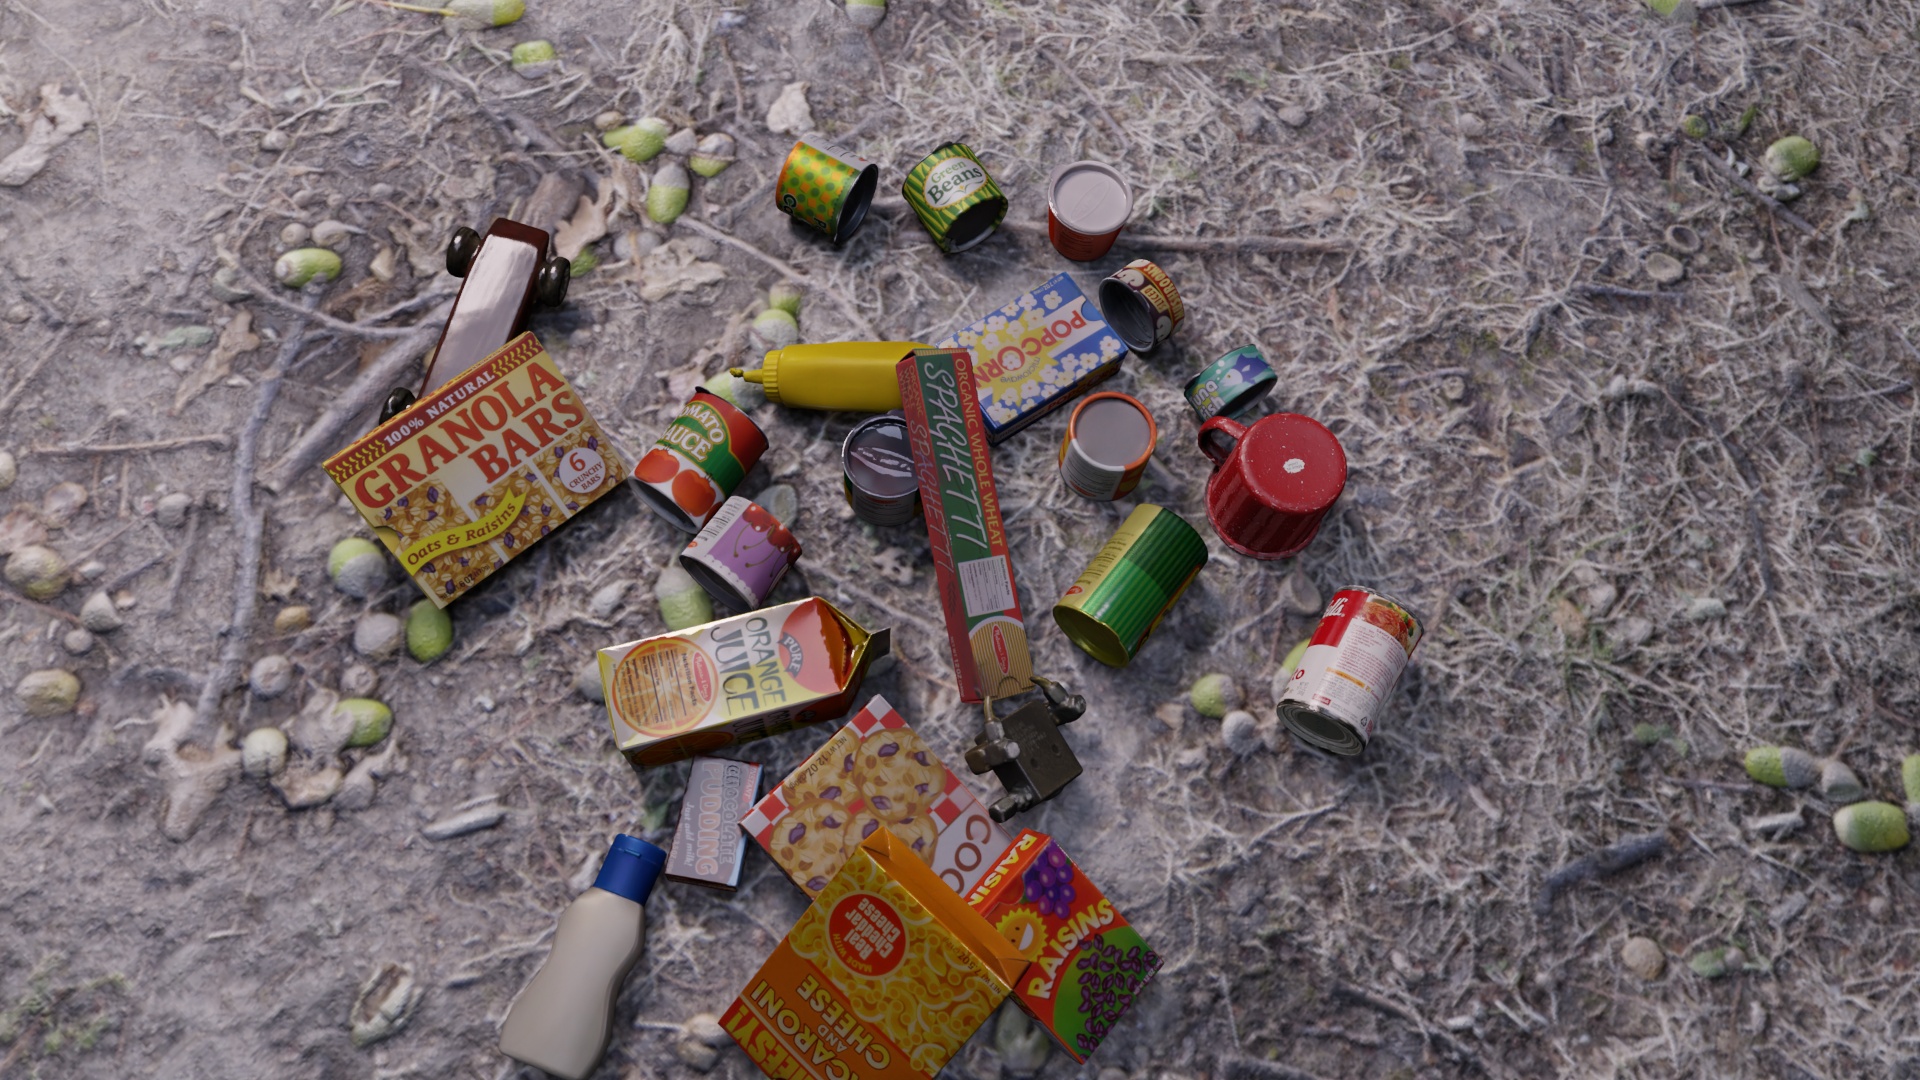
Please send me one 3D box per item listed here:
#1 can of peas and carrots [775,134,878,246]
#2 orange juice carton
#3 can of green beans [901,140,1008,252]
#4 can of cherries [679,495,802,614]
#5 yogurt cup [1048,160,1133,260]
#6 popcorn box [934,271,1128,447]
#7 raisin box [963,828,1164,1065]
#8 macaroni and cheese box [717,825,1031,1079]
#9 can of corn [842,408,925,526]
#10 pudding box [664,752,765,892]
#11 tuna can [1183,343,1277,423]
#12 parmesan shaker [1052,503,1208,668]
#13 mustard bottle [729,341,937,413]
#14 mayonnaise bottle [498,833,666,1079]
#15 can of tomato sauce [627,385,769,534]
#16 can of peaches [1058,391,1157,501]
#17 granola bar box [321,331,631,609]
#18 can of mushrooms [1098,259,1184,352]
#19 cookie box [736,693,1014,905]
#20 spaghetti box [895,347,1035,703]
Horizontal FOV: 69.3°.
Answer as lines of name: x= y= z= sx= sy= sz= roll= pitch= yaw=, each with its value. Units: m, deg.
can of peas and carrots: x=-0.107 y=-0.277 z=1.099 sx=0.059 sy=0.070 sz=0.071 roll=28 pitch=69 yaw=7
orange juice carton: x=-0.140 y=0.093 z=0.946 sx=0.193 sy=0.071 sz=0.073 roll=-14 pitch=71 yaw=-10
can of green beans: x=-0.004 y=-0.272 z=1.104 sx=0.071 sy=0.071 sz=0.058 roll=-30 pitch=74 yaw=-15
can of cherries: x=-0.153 y=0.012 z=0.982 sx=0.071 sy=0.071 sz=0.058 roll=34 pitch=69 yaw=9
yogurt cup: x=0.101 y=-0.261 z=1.115 sx=0.072 sy=0.053 sz=0.072 roll=2 pitch=69 yaw=-4
popcorn box: x=0.053 y=-0.140 z=1.072 sx=0.127 sy=0.038 sz=0.085 roll=-32 pitch=73 yaw=-15
raisin box: x=0.060 y=0.258 z=0.888 sx=0.086 sy=0.040 sz=0.123 roll=-45 pitch=104 yaw=-18
macaroni and cheese box: x=-0.056 y=0.277 z=0.848 sx=0.124 sy=0.040 sz=0.166 roll=41 pitch=109 yaw=11
can of corn: x=-0.052 y=-0.053 z=1.018 sx=0.071 sy=0.058 sz=0.071 roll=1 pitch=69 yaw=-4
pudding box: x=-0.163 y=0.188 z=0.929 sx=0.050 sy=0.030 sz=0.084 roll=11 pitch=68 yaw=-1
tuna can: x=0.205 y=-0.116 z=1.058 sx=0.071 sy=0.071 sz=0.033 roll=-29 pitch=74 yaw=-14
parmesan shaker: x=0.124 y=0.031 z=0.992 sx=0.071 sy=0.071 sz=0.103 roll=38 pitch=70 yaw=10
mustard bottle: x=-0.095 y=-0.123 z=1.041 sx=0.160 sy=0.065 sz=0.048 roll=2 pitch=111 yaw=11
mayonnaise bottle: x=-0.235 y=0.264 z=0.889 sx=0.065 sy=0.041 sz=0.148 roll=20 pitch=67 yaw=3
can of tomato sauce: x=-0.190 y=-0.057 z=1.003 sx=0.071 sy=0.071 sz=0.083 roll=32 pitch=70 yaw=8
can of peaches: x=0.110 y=-0.072 z=1.039 sx=0.071 sy=0.058 sz=0.071 roll=1 pitch=69 yaw=-3
granola bar box: x=-0.335 y=-0.050 z=0.973 sx=0.166 sy=0.039 sz=0.124 roll=-38 pitch=110 yaw=-17
can of mushrooms: x=0.142 y=-0.183 z=1.078 sx=0.033 sy=0.070 sz=0.071 roll=-33 pitch=75 yaw=-17
cookie box: x=-0.044 y=0.204 z=0.911 sx=0.123 sy=0.040 sz=0.167 roll=-42 pitch=89 yaw=-17
spaghetti box: x=0.003 y=-0.012 z=0.977 sx=0.050 sy=0.028 sz=0.250 roll=-9 pitch=86 yaw=-35
